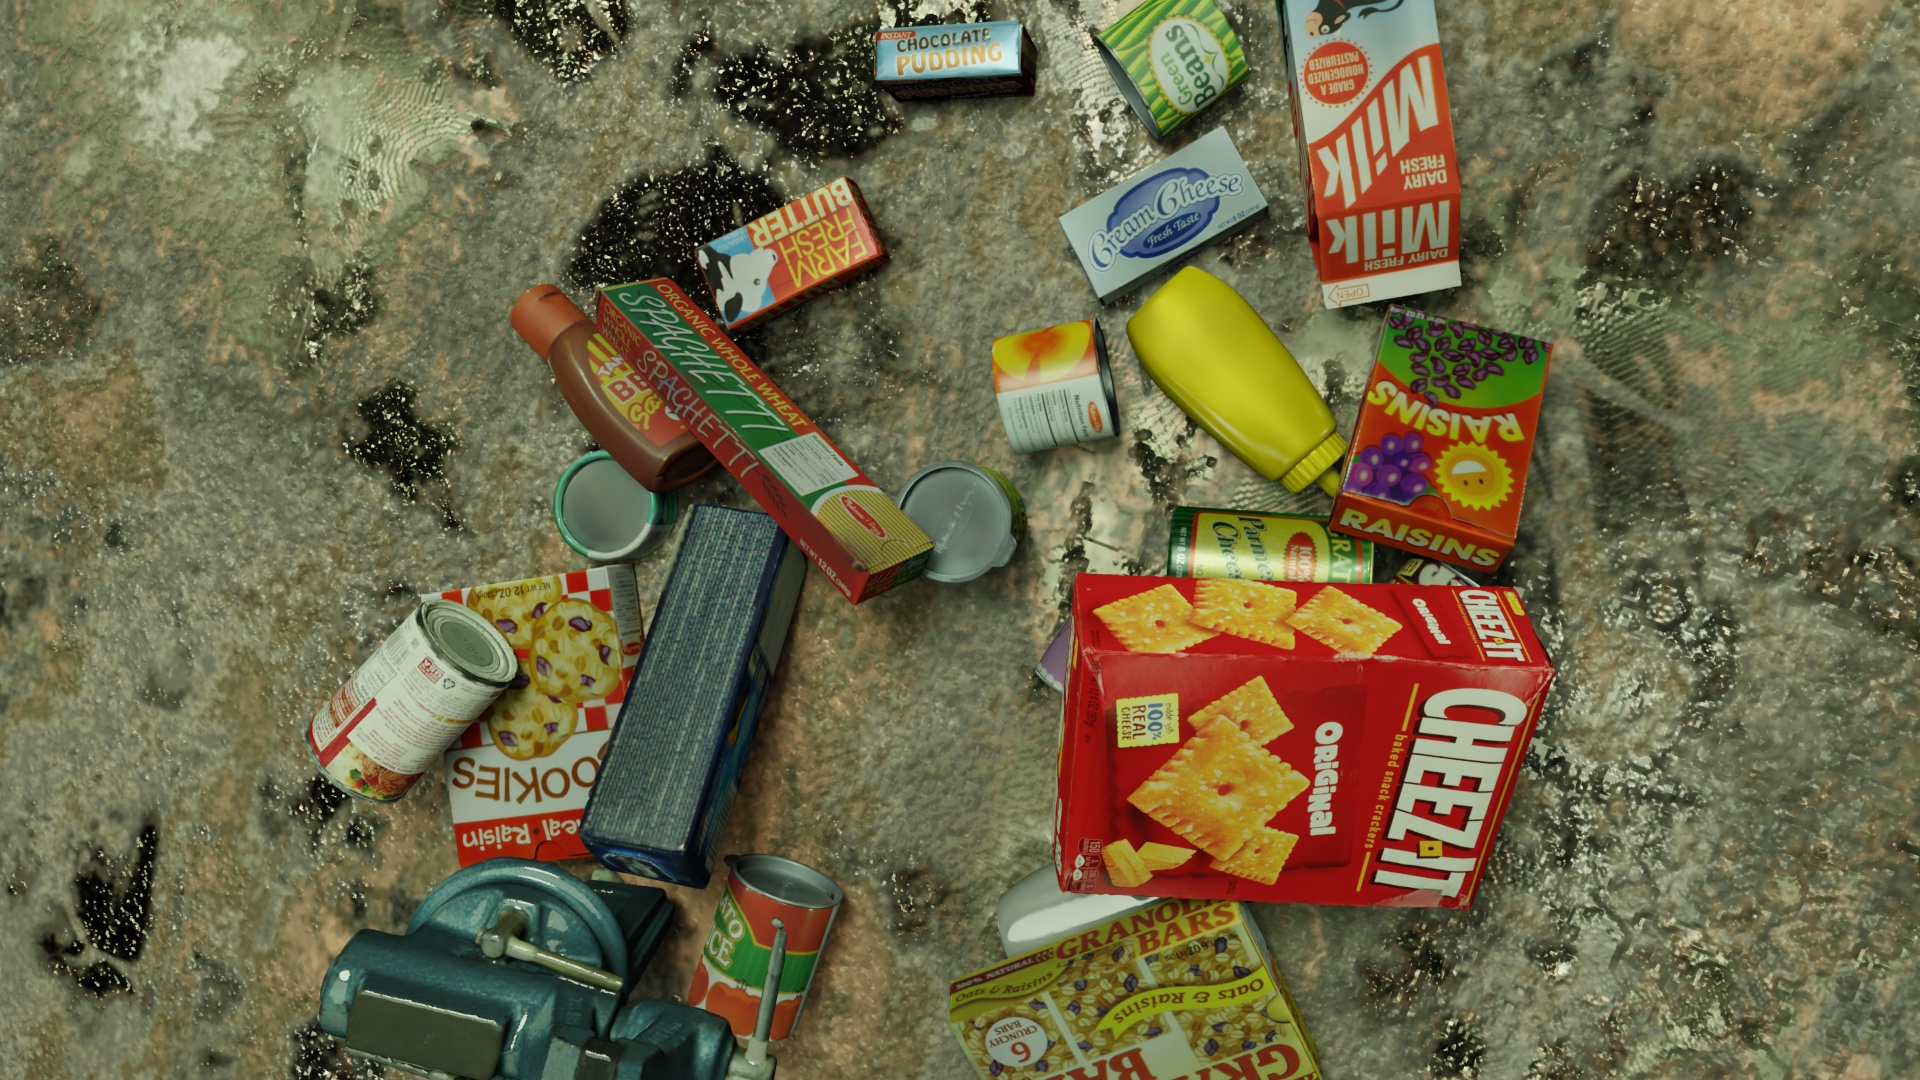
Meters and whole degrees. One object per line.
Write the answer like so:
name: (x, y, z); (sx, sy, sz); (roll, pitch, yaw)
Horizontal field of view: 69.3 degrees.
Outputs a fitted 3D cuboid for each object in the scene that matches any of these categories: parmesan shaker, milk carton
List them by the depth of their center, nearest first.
milk carton: (0.211, -0.220, 0.722); (0.072, 0.073, 0.190); (-9, 89, 11)
parmesan shaker: (0.162, 0.020, 0.735); (0.103, 0.071, 0.071); (4, 91, 11)

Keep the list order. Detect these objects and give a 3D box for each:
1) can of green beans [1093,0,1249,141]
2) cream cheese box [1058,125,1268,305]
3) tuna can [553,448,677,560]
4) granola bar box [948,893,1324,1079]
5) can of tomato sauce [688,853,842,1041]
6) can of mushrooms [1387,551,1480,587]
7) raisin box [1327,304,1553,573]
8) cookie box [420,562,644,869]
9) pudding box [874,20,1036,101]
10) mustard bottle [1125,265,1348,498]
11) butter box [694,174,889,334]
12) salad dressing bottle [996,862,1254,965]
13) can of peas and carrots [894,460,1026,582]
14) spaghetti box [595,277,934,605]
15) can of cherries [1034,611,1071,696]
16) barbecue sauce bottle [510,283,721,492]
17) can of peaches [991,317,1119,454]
can of green beans: (0.113, -0.259, 0.745); (0.058, 0.071, 0.071); (-33, 84, 9)
cream cheese box: (0.111, -0.179, 0.767); (0.104, 0.024, 0.053); (-28, 84, 10)
tuna can: (-0.206, -0.023, 0.826); (0.071, 0.033, 0.071); (0, 91, 11)
granola bar box: (0.094, 0.264, 0.741); (0.165, 0.039, 0.124); (-24, 111, 10)
can of tomato sauce: (-0.113, 0.230, 0.791); (0.071, 0.071, 0.083); (20, 95, 11)
can of mushrooms: (0.252, 0.034, 0.718); (0.071, 0.071, 0.033); (38, 99, 9)
raisin box: (0.244, -0.053, 0.705); (0.086, 0.040, 0.124); (17, 64, 10)
cookie box: (-0.248, 0.105, 0.831); (0.123, 0.040, 0.167); (-9, 89, 11)
pudding box: (-0.002, -0.267, 0.776); (0.084, 0.050, 0.030); (1, 92, 11)
mustard bottle: (0.159, -0.073, 0.745); (0.065, 0.049, 0.160); (-41, 83, 7)
butter box: (-0.098, -0.166, 0.808); (0.103, 0.024, 0.053); (-24, 85, 10)
salad dressing bottle: (0.096, 0.198, 0.762); (0.147, 0.044, 0.064); (-19, 90, 10)
can of peas and carrots: (0.003, -0.010, 0.771); (0.071, 0.059, 0.071); (0, 91, 11)
spaghetti box: (-0.114, -0.062, 0.765); (0.250, 0.050, 0.028); (45, 133, 24)
can of cherries: (0.081, 0.062, 0.754); (0.071, 0.071, 0.058); (32, 96, 9)
barbecue sauce bottle: (-0.204, -0.092, 0.813); (0.149, 0.065, 0.043); (42, 132, 17)
can of peaches: (0.052, -0.085, 0.760); (0.058, 0.071, 0.071); (-11, 88, 12)
